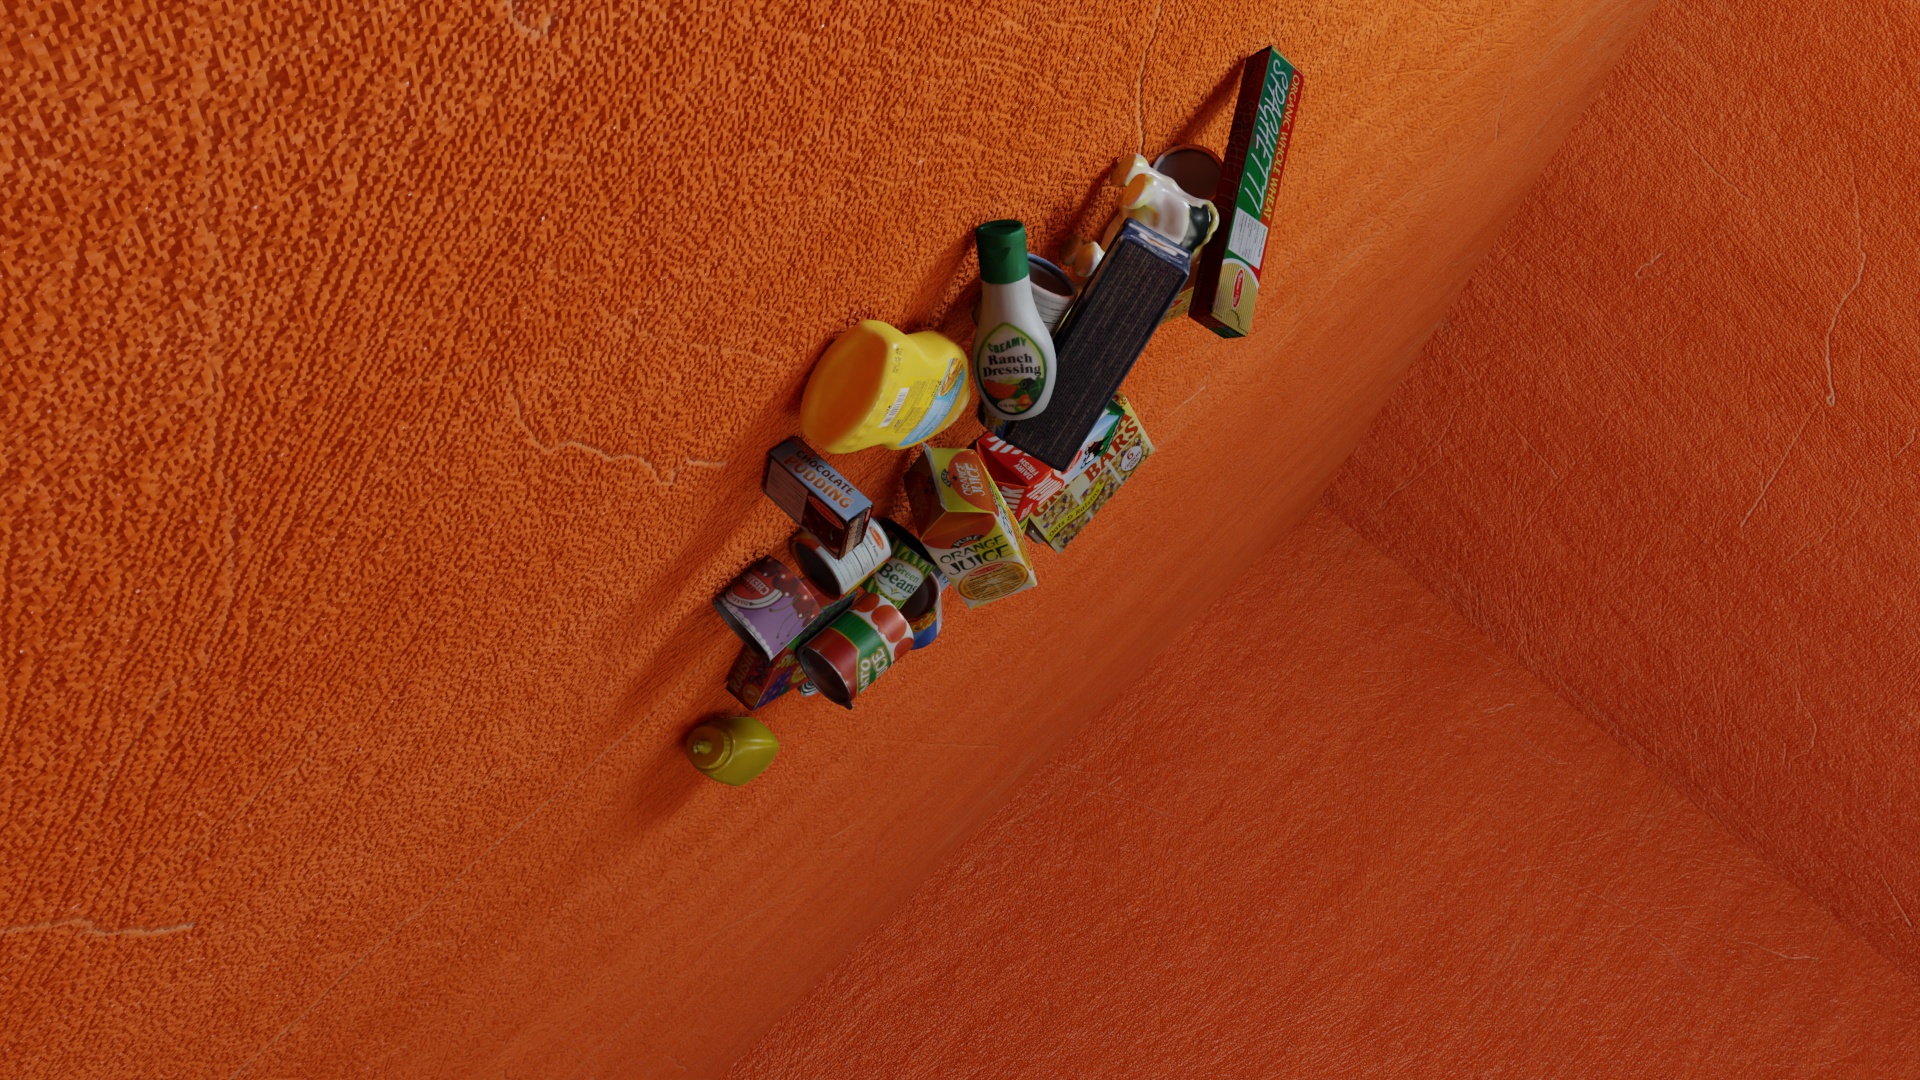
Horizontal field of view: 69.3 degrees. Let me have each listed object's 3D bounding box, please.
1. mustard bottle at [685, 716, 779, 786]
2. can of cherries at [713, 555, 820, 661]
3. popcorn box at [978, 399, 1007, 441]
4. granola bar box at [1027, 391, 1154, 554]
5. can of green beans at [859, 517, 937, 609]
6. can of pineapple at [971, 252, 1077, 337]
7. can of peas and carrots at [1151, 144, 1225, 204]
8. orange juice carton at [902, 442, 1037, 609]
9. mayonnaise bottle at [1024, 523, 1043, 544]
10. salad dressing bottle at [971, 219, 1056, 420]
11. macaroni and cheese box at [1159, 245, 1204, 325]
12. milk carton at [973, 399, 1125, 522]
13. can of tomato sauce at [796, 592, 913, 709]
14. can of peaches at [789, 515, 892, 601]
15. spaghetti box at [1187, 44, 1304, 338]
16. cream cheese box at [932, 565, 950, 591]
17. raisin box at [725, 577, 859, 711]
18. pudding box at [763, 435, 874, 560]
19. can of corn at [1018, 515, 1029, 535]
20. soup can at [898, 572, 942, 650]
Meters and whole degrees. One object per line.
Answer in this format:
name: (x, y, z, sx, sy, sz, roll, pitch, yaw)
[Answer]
mustard bottle: (-0.222, 0.196, 1.310, 0.065, 0.049, 0.160, -48, 164, -2)
can of cherries: (-0.156, 0.053, 1.116, 0.058, 0.071, 0.071, -43, 163, -17)
popcorn box: (0.075, -0.157, 1.277, 0.127, 0.038, 0.084, -40, 161, -25)
granola bar box: (0.133, -0.080, 1.547, 0.165, 0.039, 0.124, -47, 145, -4)
can of green beans: (-0.064, 0.022, 1.283, 0.057, 0.071, 0.071, -50, 164, 8)
can of pineapple: (0.050, -0.188, 1.094, 0.071, 0.071, 0.057, -24, 152, -55)
can of peas and carrots: (0.199, -0.301, 1.206, 0.071, 0.071, 0.058, -46, 164, -7)
orange juice carton: (0.005, -0.016, 1.270, 0.073, 0.072, 0.192, -21, 148, 9)
mayonnaise bottle: (0.125, -0.064, 1.626, 0.148, 0.041, 0.064, -48, 160, -3)
salad dressing bottle: (0.037, -0.165, 1.041, 0.044, 0.064, 0.147, -75, 160, -57)
macaroni and cheese box: (0.193, -0.232, 1.274, 0.124, 0.040, 0.166, -24, 179, 6)
milk carton: (0.070, -0.083, 1.374, 0.191, 0.073, 0.072, -38, 162, -31)
can of tomato sauce: (-0.091, 0.097, 1.234, 0.083, 0.071, 0.070, -40, 162, -29)
can of peaches: (-0.101, 0.008, 1.157, 0.058, 0.071, 0.071, -41, 163, -25)
spaghetti box: (0.242, -0.293, 1.167, 0.050, 0.028, 0.250, 23, 75, -36)
cream cheese box: (-0.005, 0.015, 1.498, 0.104, 0.024, 0.053, -47, 165, -5)
raisin box: (-0.153, 0.089, 1.256, 0.086, 0.040, 0.122, -27, 153, -54)
pudding box: (-0.105, -0.031, 1.016, 0.030, 0.084, 0.049, -37, 160, -35)
can of corn: (0.041, -0.033, 1.426, 0.071, 0.071, 0.058, -41, 164, -22)
soup can: (-0.055, 0.069, 1.422, 0.071, 0.071, 0.083, -43, 163, -17)
